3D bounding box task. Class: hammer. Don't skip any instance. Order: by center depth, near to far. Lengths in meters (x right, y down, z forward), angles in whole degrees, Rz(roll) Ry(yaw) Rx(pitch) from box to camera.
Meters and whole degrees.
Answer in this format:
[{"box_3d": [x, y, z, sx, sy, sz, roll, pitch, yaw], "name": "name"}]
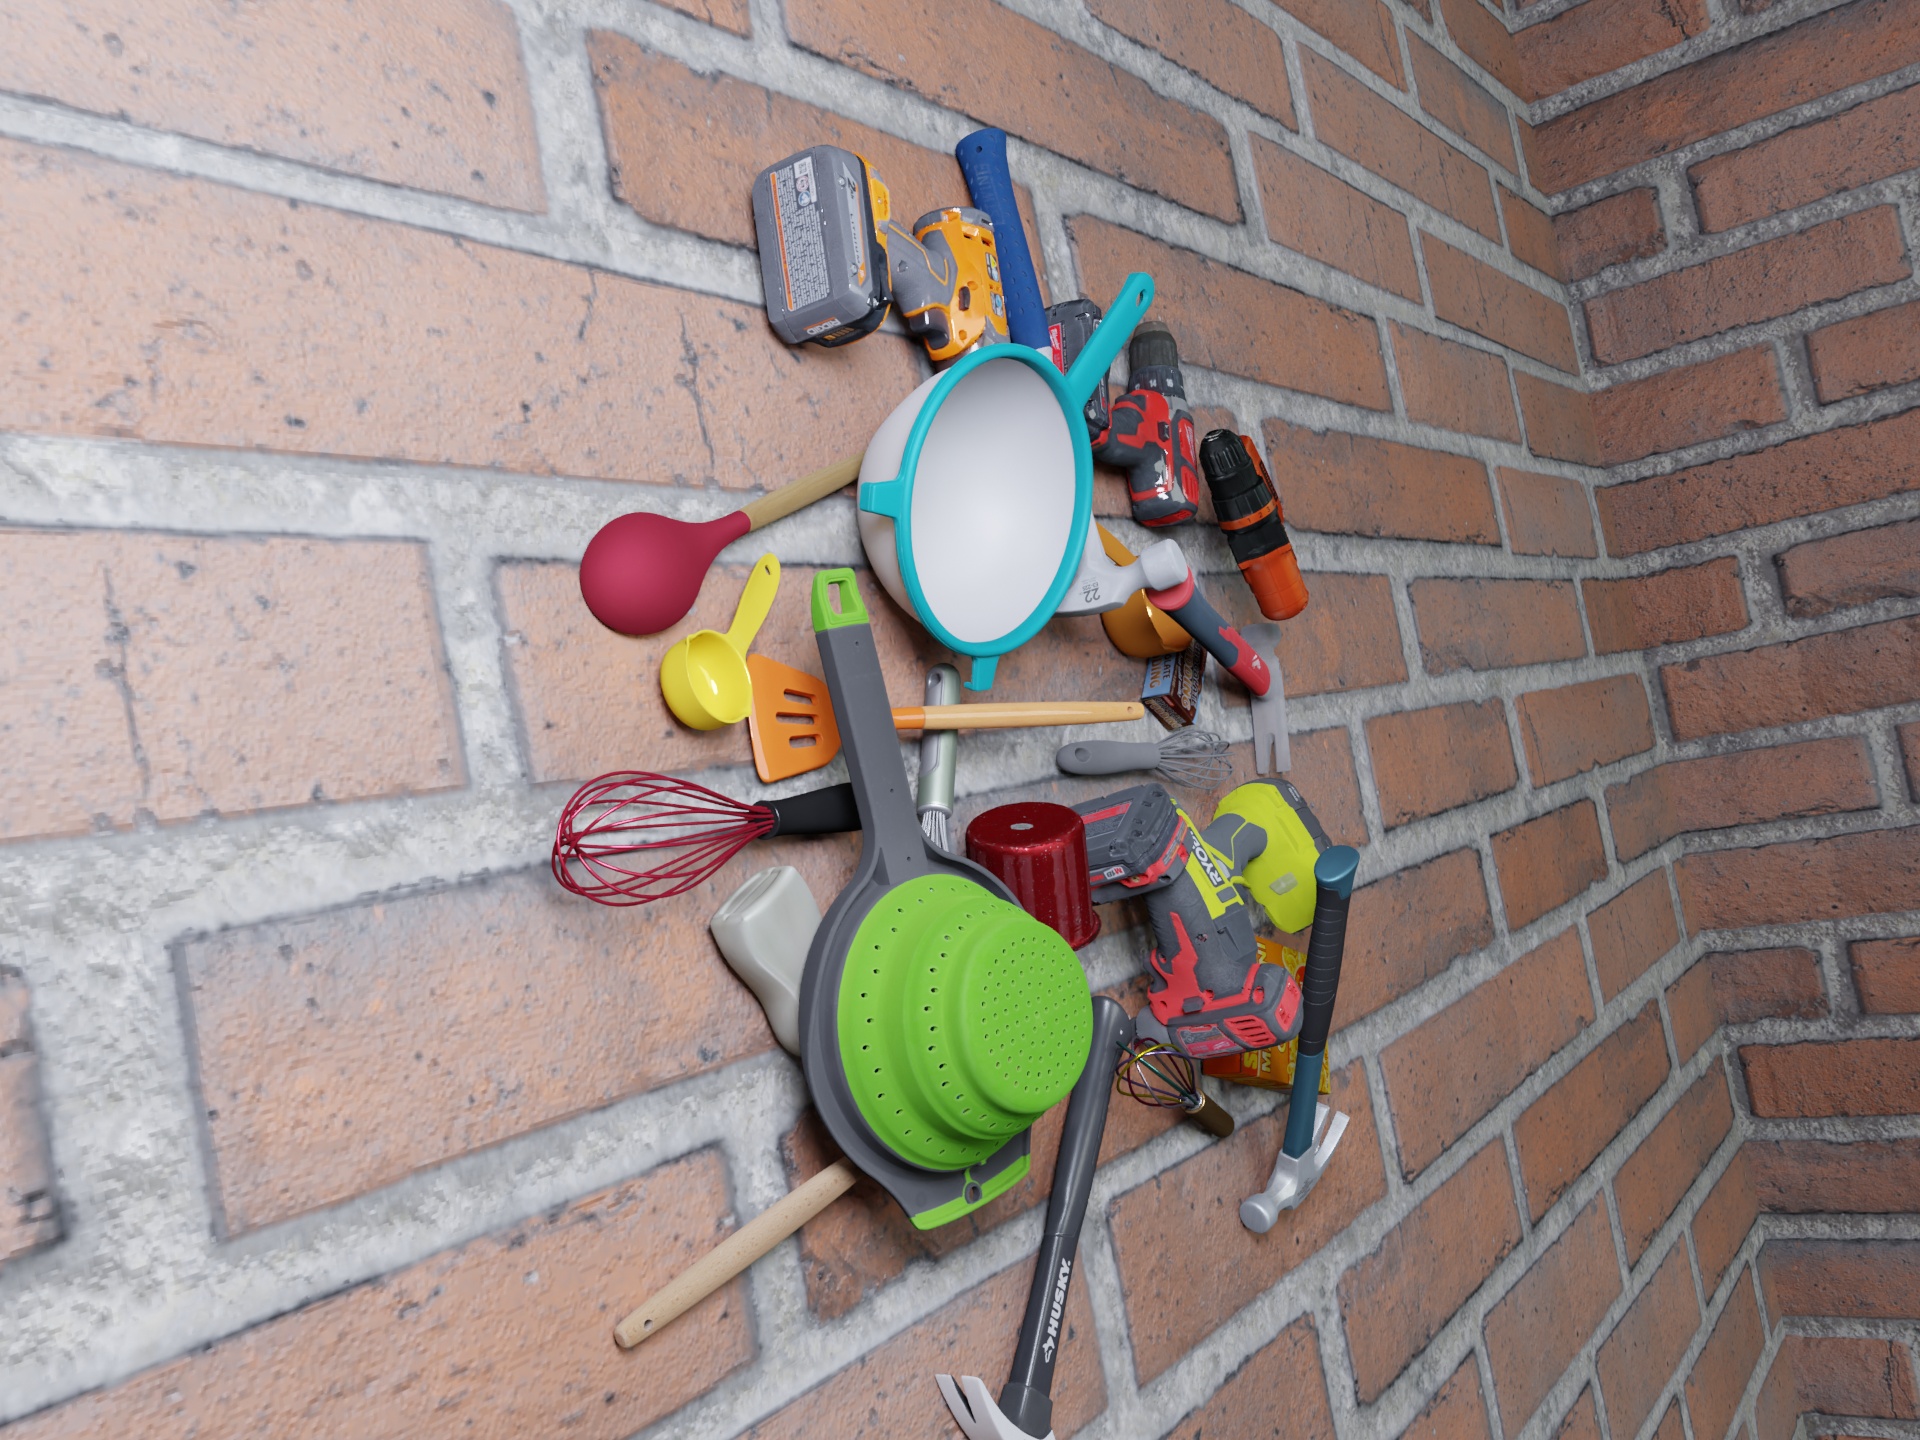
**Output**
[{"box_3d": [0.070, 0.345, 1.107, 0.146, 0.035, 0.335, 47, 46, -36], "name": "hammer"}, {"box_3d": [0.055, -0.270, 1.226, 0.035, 0.144, 0.406, 17, 57, -63], "name": "hammer"}, {"box_3d": [0.291, 0.259, 1.314, 0.128, 0.033, 0.330, -21, 122, -46], "name": "hammer"}, {"box_3d": [0.226, -0.050, 1.353, 0.386, 0.038, 0.143, 24, 61, -66], "name": "hammer"}]

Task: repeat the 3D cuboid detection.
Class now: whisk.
[{"box_3d": [-0.125, 0.058, 0.917, 0.295, 0.073, 0.073, -4, 83, -60], "name": "whisk"}, {"box_3d": [-0.019, 0.069, 1.065, 0.059, 0.058, 0.247, 28, 53, -37], "name": "whisk"}, {"box_3d": [0.168, 0.289, 1.225, 0.047, 0.051, 0.244, -64, 148, -14], "name": "whisk"}, {"box_3d": [0.155, 0.033, 1.313, 0.238, 0.055, 0.055, 1, 79, -49], "name": "whisk"}]

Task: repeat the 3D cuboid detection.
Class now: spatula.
[{"box_3d": [-0.085, 0.274, 0.933, 0.317, 0.044, 0.082, -24, 99, -49], "name": "spatula"}, {"box_3d": [-0.002, -0.003, 1.065, 0.322, 0.041, 0.081, -2, 81, -32], "name": "spatula"}]

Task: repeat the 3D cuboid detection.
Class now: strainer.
[{"box_3d": [0.027, -0.202, 1.124, 0.340, 0.095, 0.210, -58, 139, -26], "name": "strainer"}]

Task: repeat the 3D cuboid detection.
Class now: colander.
[{"box_3d": [-0.008, 0.096, 0.939, 0.204, 0.094, 0.397, -13, 90, -46], "name": "colander"}]

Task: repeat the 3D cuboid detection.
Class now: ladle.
[{"box_3d": [-0.123, -0.131, 1.001, 0.315, 0.031, 0.069, -40, 112, -53], "name": "ladle"}]

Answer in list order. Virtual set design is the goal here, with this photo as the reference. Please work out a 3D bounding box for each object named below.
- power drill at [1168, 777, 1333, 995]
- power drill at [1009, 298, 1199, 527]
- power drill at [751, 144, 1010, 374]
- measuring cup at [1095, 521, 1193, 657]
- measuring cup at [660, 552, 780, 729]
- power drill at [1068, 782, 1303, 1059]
[{"box_3d": [0.233, 0.133, 1.325, 0.223, 0.080, 0.171, -11, 66, -54], "name": "power drill"}, {"box_3d": [0.130, -0.278, 1.347, 0.226, 0.080, 0.188, 17, 67, -53], "name": "power drill"}, {"box_3d": [-0.041, -0.297, 1.118, 0.226, 0.084, 0.164, 0, 80, -57], "name": "power drill"}, {"box_3d": [0.129, -0.115, 1.315, 0.173, 0.052, 0.095, 36, 53, -40], "name": "measuring cup"}, {"box_3d": [-0.141, -0.052, 0.961, 0.062, 0.029, 0.157, 54, 30, -27], "name": "measuring cup"}, {"box_3d": [0.146, 0.163, 1.187, 0.219, 0.143, 0.079, 55, 41, -17], "name": "power drill"}]
